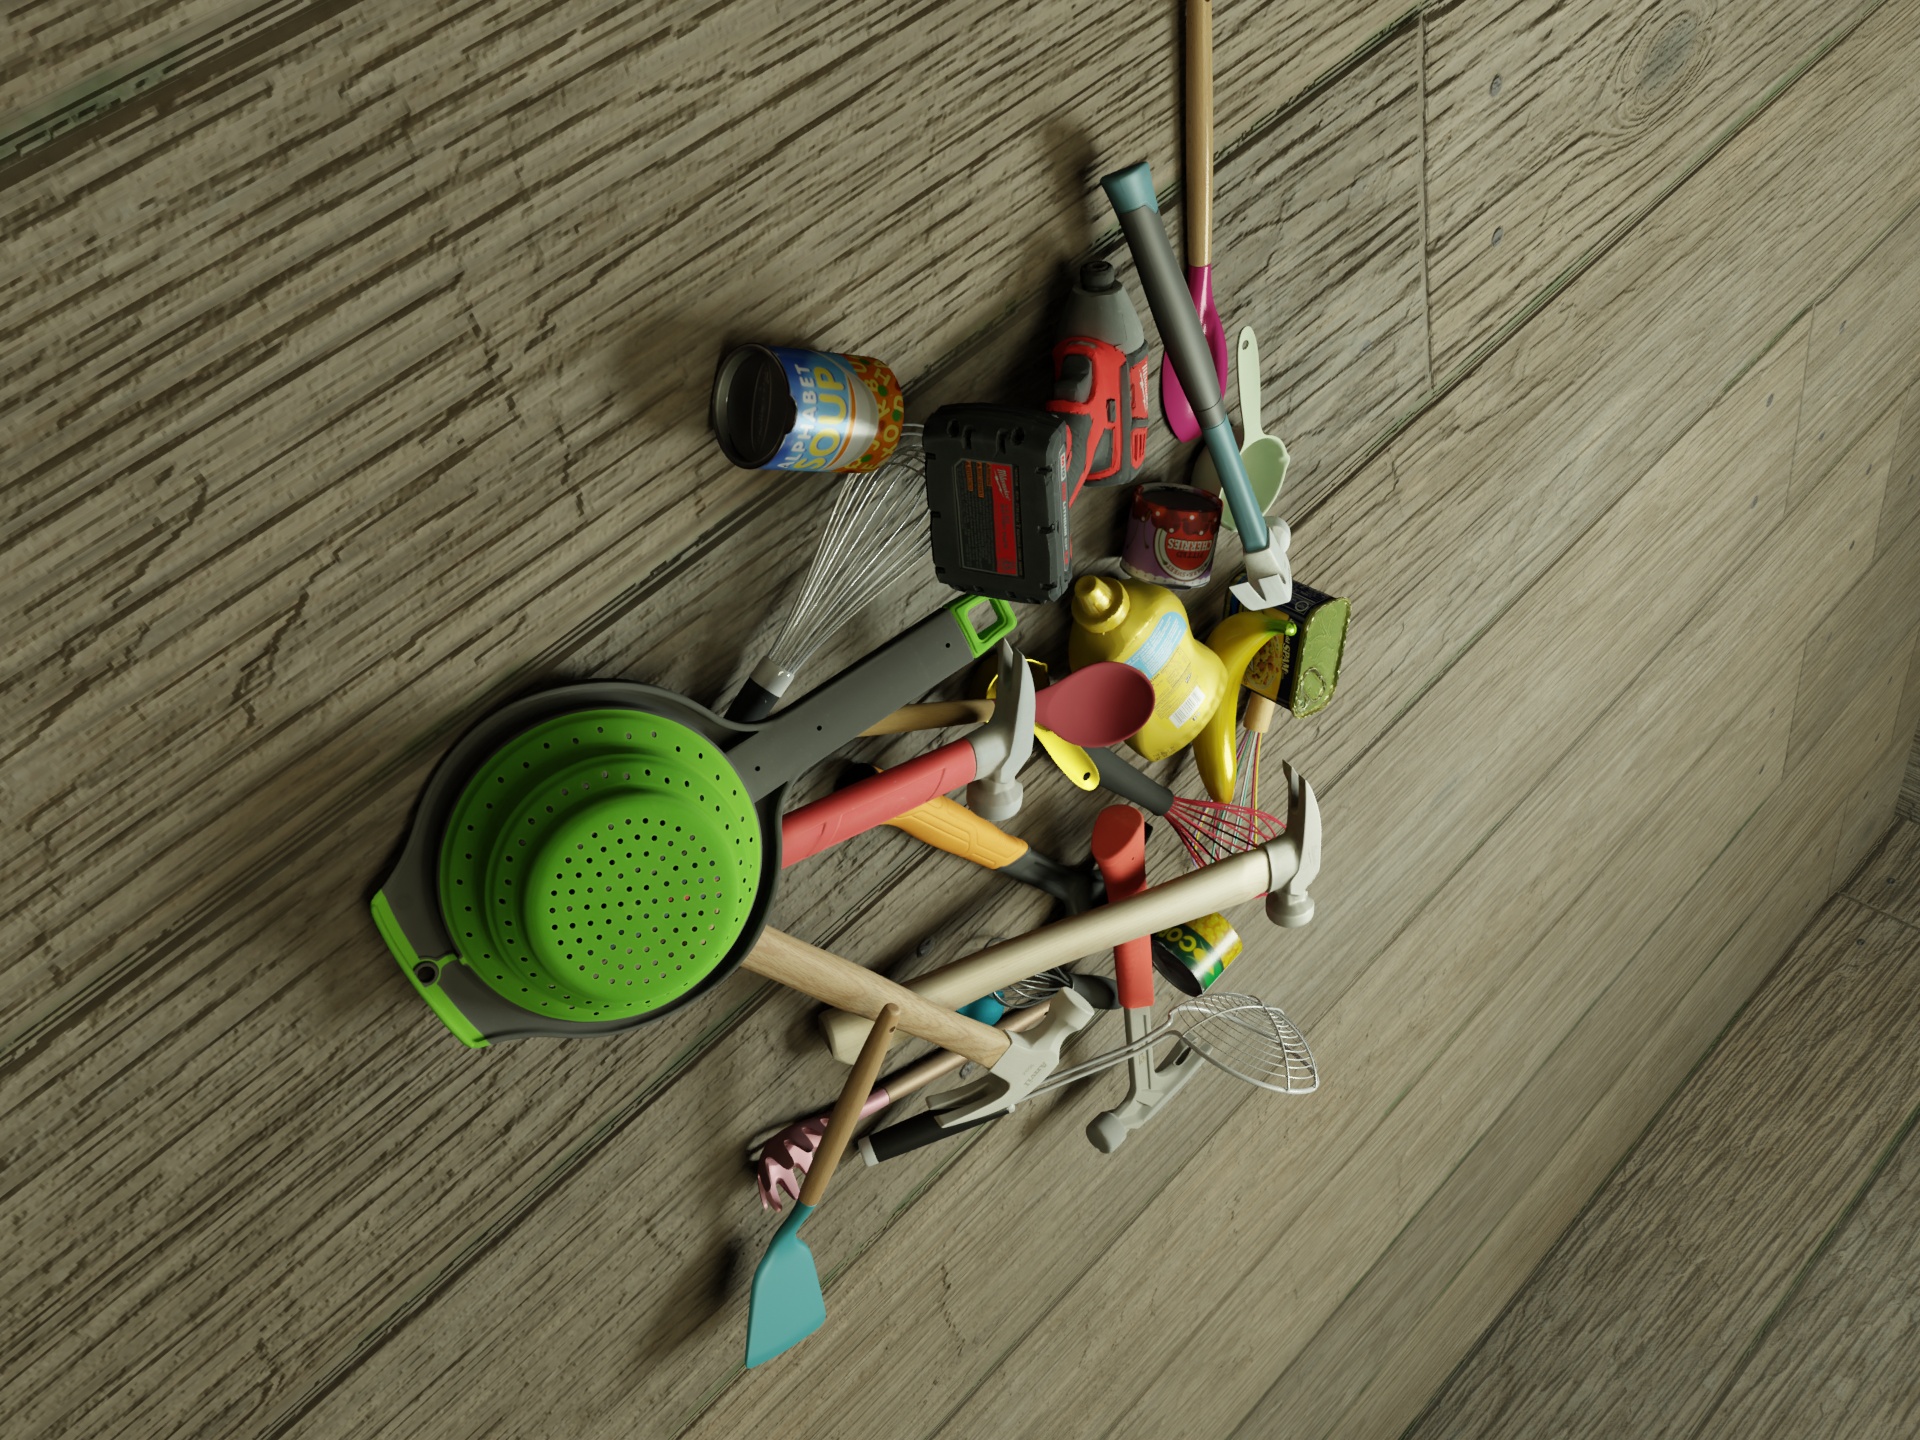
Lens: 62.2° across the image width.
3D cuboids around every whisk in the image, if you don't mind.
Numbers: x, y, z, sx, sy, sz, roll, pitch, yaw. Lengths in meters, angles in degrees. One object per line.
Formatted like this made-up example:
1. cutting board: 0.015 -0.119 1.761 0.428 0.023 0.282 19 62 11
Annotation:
1. whisk: 0.172 0.073 1.261 0.295 0.073 0.073 30 91 -35
2. whisk: 0.251 0.028 1.367 0.051 0.047 0.245 -5 114 -44
3. whisk: -0.094 -0.053 0.943 0.284 0.070 0.070 -54 141 3
4. whisk: 0.082 0.215 1.310 0.238 0.055 0.055 25 95 -56

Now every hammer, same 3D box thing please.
1. hammer: 0.161 -0.212 1.045 0.128 0.033 0.330 -78 147 -50
2. hammer: 0.027 0.087 1.173 0.336 0.034 0.127 29 93 -51
3. hammer: -0.119 0.068 0.956 0.386 0.038 0.143 -24 138 -26
4. hammer: 0.088 0.154 1.187 0.410 0.038 0.146 -19 126 -17
5. hammer: -0.054 0.196 1.097 0.331 0.031 0.130 31 102 -36
6. hammer: 0.150 0.205 1.321 0.149 0.037 0.358 -38 137 -30

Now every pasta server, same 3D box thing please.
1. pasta server: -0.034 0.285 1.233 0.316 0.040 0.060 -21 140 -39

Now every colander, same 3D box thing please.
1. colander: -0.117 0.041 0.865 0.397 0.094 0.204 -34 111 -16

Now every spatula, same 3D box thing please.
1. spatula: -0.091 0.327 1.125 0.082 0.044 0.317 -12 133 -48

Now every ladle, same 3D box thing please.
1. ladle: -0.002 -0.003 1.056 0.315 0.031 0.069 -5 122 -33

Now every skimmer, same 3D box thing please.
1. skimmer: 0.103 0.302 1.257 0.363 0.127 0.090 -20 109 -4

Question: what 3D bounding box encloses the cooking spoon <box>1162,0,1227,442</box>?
1. cooking spoon: 0.159 -0.329 1.057 0.069 0.017 0.318 -33 136 -28

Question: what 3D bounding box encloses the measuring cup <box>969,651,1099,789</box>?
1. measuring cup: 0.056 0.005 1.143 0.062 0.029 0.156 -49 135 -6

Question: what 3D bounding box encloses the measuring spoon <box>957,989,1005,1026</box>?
1. measuring spoon: -0.005 0.223 1.235 0.128 0.021 0.042 16 102 -51

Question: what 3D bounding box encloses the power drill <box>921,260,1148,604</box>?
1. power drill: 0.058 -0.177 0.957 0.220 0.078 0.143 -55 149 -47

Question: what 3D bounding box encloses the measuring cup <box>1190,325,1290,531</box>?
1. measuring cup: 0.197 -0.215 1.152 0.083 0.038 0.167 -35 137 -24
